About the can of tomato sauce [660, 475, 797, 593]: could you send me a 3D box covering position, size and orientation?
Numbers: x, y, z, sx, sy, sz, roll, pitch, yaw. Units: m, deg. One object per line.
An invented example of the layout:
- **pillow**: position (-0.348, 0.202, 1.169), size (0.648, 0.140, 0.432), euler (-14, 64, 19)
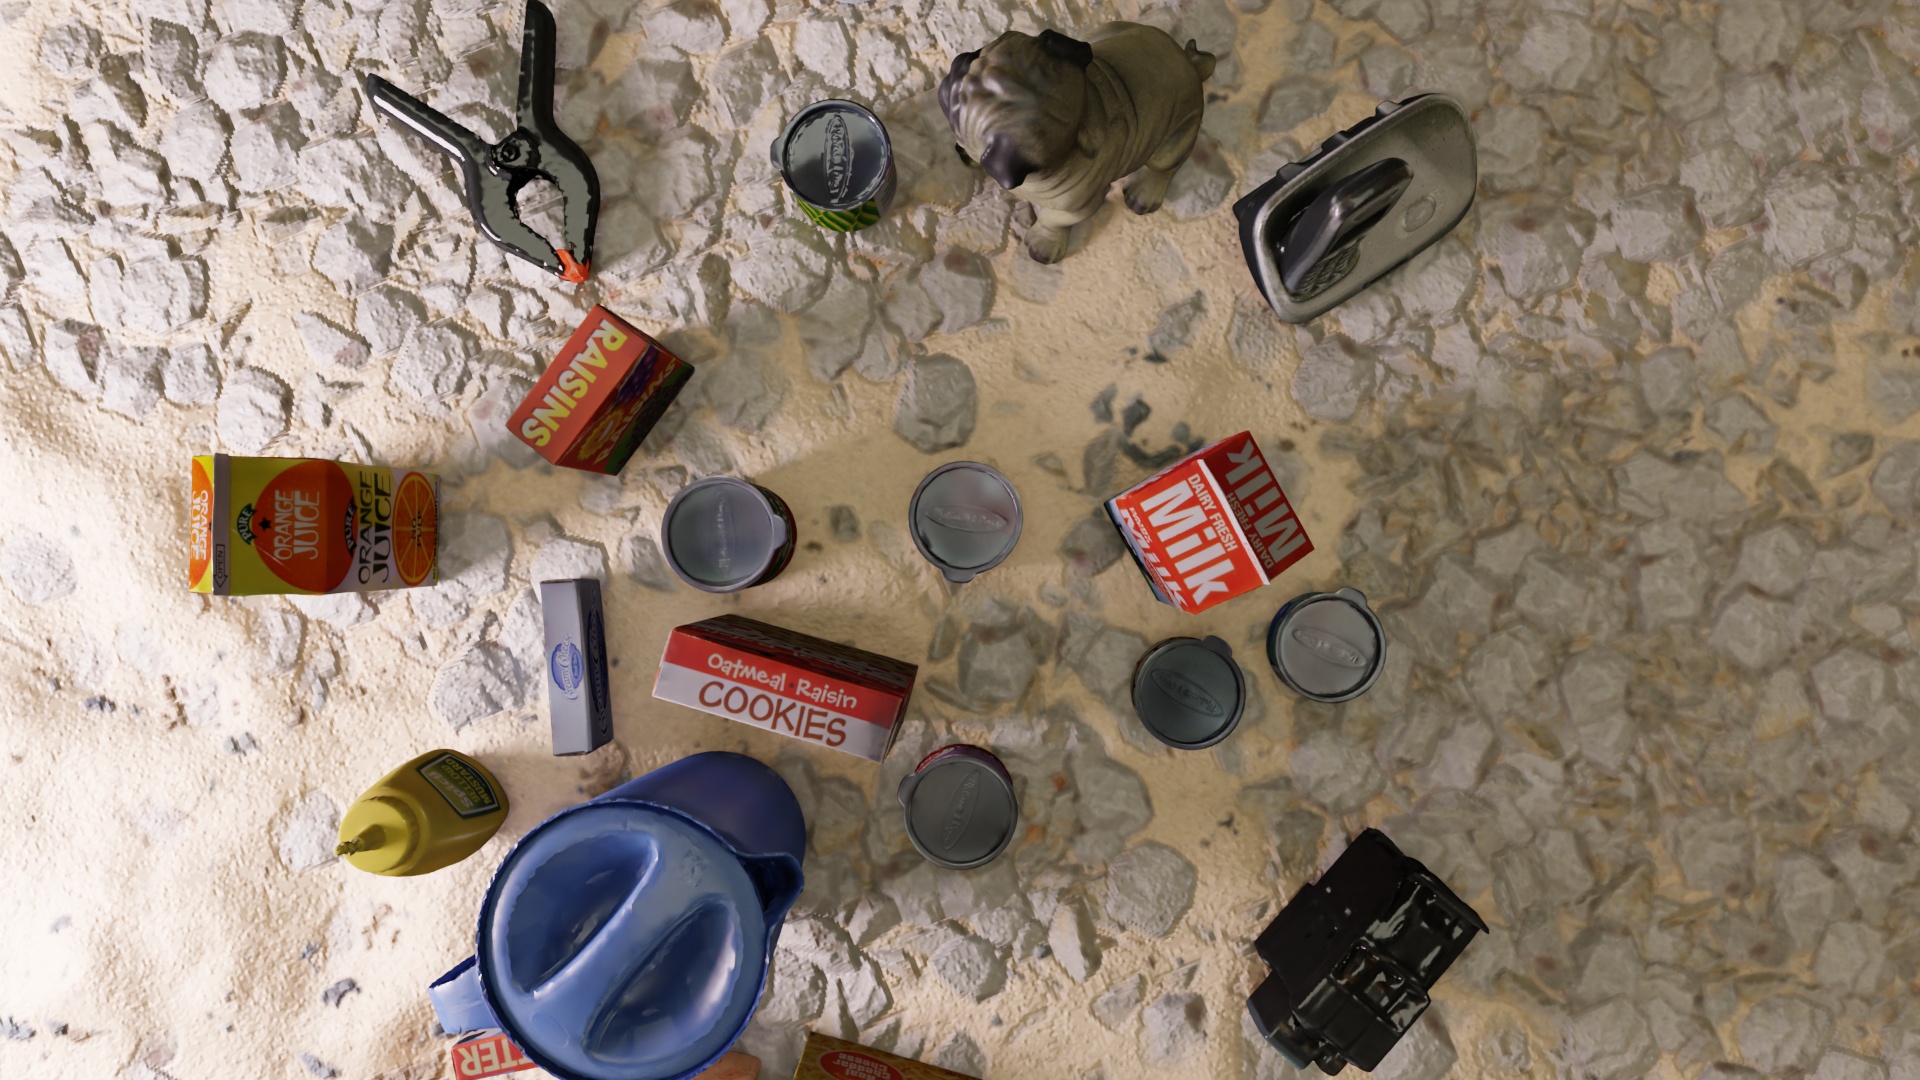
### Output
- **can of tomato sauce**: position (-0.132, -0.004, 0.817), size (0.071, 0.083, 0.071), euler (0, 89, 1)

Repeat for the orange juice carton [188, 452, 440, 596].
- **orange juice carton**: position (-0.359, -0.008, 0.765), size (0.073, 0.192, 0.072), euler (1, 90, 1)

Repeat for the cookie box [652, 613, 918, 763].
- **cookie box**: position (-0.090, 0.077, 0.773), size (0.123, 0.167, 0.040), euler (16, 90, 1)

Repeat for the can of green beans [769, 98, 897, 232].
- **can of green beans**: position (-0.072, -0.223, 0.833), size (0.071, 0.058, 0.071), euler (0, 89, 1)

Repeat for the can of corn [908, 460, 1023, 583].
- **can of corn**: position (0.003, -0.010, 0.828), size (0.071, 0.058, 0.071), euler (0, 89, 1)

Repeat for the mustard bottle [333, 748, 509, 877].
- **mustard bottle**: position (-0.306, 0.157, 0.778), size (0.065, 0.160, 0.049), euler (45, 90, 1)

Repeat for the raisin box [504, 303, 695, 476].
- **raisin box**: position (-0.203, -0.083, 0.799), size (0.040, 0.123, 0.086), euler (38, 90, 1)

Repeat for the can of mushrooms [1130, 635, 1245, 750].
- **can of mushrooms**: position (0.138, 0.089, 0.837), size (0.071, 0.033, 0.071), euler (0, 89, 1)

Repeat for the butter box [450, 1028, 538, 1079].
- **butter box**: position (-0.244, 0.293, 0.828), size (0.103, 0.053, 0.024), euler (-12, 89, 0)

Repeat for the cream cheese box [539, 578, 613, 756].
- **cream cheese box**: position (-0.229, 0.074, 0.832), size (0.024, 0.053, 0.103), euler (-5, 89, 1)

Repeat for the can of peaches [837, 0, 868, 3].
- **can of peaches**: position (-0.067, -0.368, 0.836), size (0.071, 0.058, 0.071), euler (0, 89, 1)

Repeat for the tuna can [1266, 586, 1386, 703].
- **tuna can**: position (0.220, 0.061, 0.837), size (0.071, 0.033, 0.071), euler (0, 89, 1)

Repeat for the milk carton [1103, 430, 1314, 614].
- **milk carton**: position (0.134, -0.009, 0.761), size (0.073, 0.190, 0.072), euler (-29, 89, 1)

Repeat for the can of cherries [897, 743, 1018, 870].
- **can of cherries**: position (-0.002, 0.155, 0.825), size (0.071, 0.058, 0.071), euler (0, 89, 1)

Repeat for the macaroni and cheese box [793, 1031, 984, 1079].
- **macaroni and cheese box**: position (-0.039, 0.334, 0.768), size (0.124, 0.166, 0.040), euler (15, 90, 1)
